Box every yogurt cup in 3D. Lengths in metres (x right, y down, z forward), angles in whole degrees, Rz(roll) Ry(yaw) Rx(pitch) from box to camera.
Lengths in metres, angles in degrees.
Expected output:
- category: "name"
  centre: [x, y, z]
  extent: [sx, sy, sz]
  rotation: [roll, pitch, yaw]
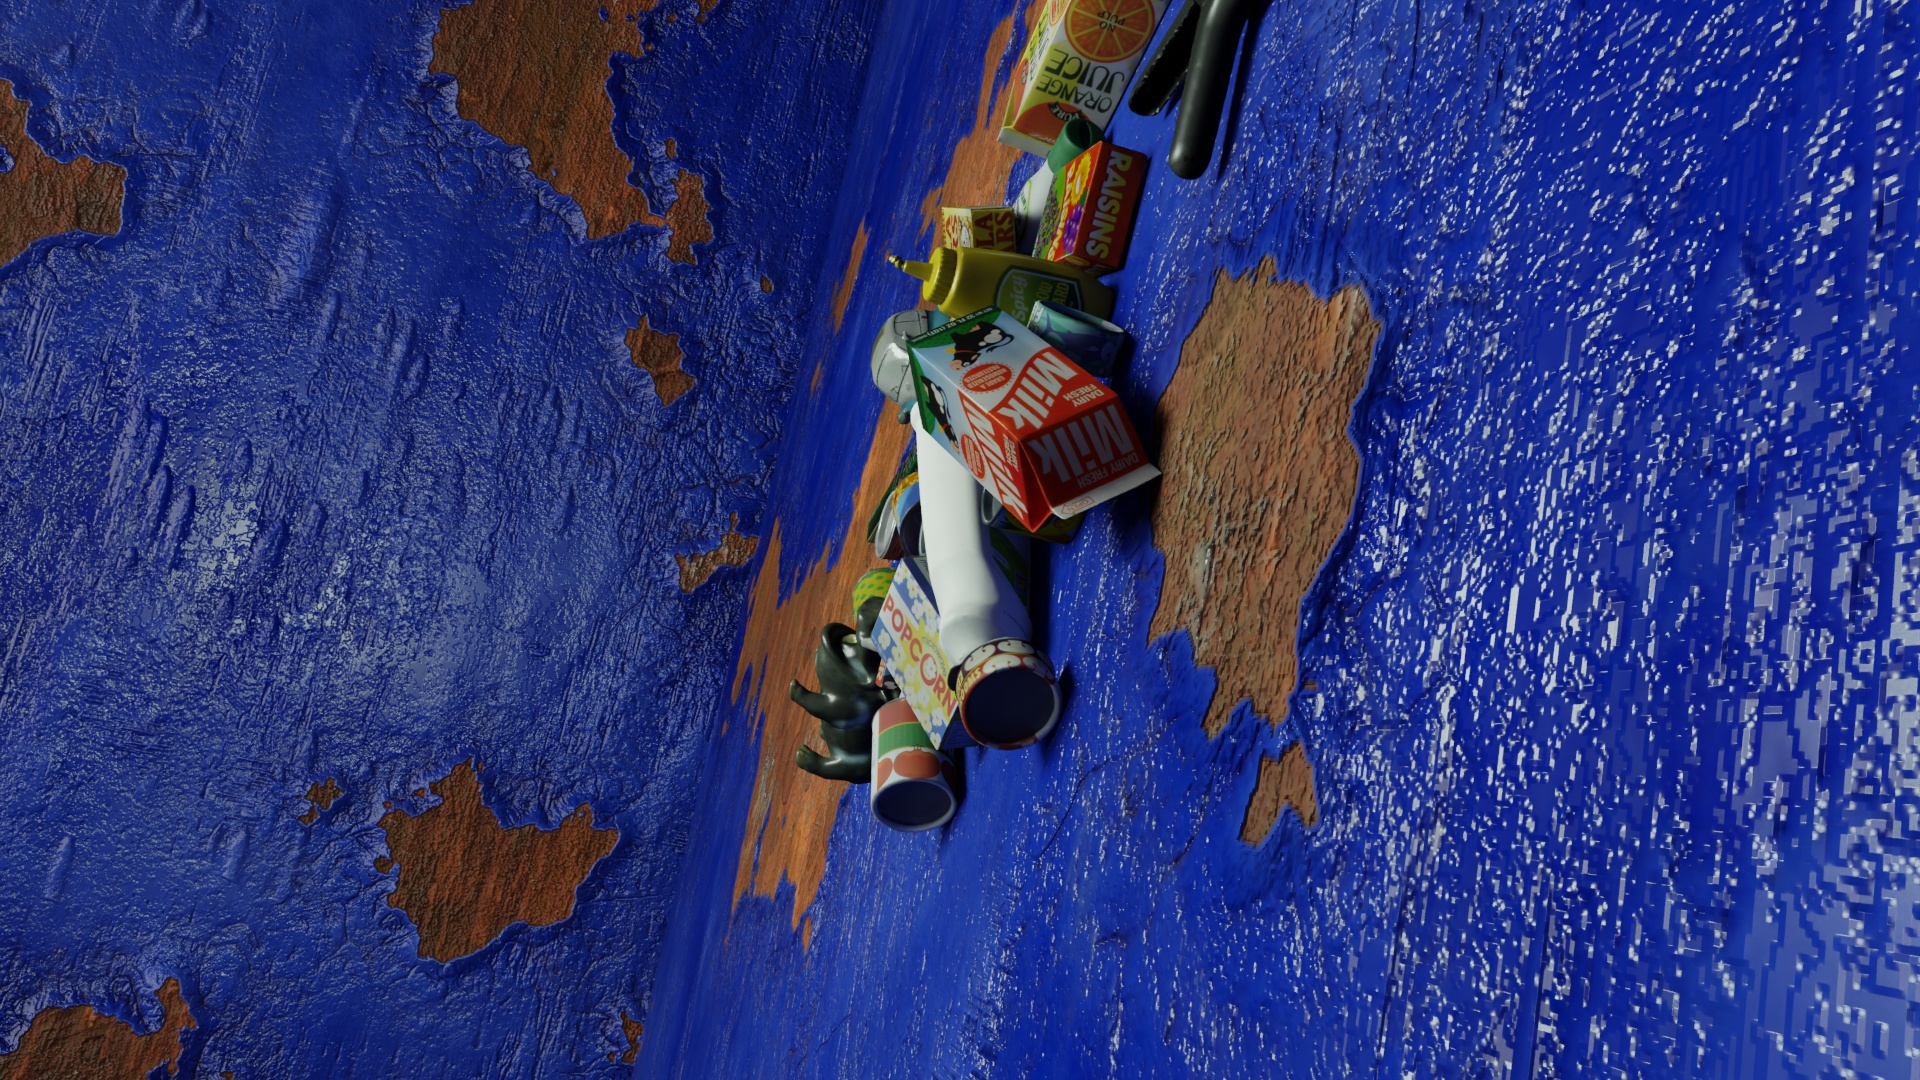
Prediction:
- category: "yogurt cup"
  centre: [-0.046, -0.009, 1.330]
  extent: [0.072, 0.054, 0.072]
  rotation: [-164, 88, -76]

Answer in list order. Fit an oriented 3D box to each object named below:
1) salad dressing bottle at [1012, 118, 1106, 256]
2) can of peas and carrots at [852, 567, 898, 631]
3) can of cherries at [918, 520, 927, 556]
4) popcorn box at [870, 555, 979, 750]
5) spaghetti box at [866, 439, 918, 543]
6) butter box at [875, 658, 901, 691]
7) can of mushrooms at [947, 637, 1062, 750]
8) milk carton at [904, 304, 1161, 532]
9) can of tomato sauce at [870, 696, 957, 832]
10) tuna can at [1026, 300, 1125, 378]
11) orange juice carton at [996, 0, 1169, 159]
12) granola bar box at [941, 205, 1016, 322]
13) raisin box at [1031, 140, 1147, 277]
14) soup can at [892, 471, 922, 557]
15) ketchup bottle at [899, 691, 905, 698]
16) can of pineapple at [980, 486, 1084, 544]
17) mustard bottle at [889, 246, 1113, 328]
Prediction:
- category: "salad dressing bottle"
  centre: [0.075, -0.285, 1.147]
  extent: [0.147, 0.044, 0.064]
  rotation: [126, 152, -56]
- category: "can of peas and carrots"
  centre: [-0.070, 0.069, 1.314]
  extent: [0.059, 0.071, 0.070]
  rotation: [-101, 29, -60]
- category: "can of cherries"
  centre: [0.004, -0.014, 1.123]
  extent: [0.071, 0.058, 0.071]
  rotation: [-164, 88, -78]
- category: "popcorn box"
  centre: [-0.016, 0.083, 1.045]
  extent: [0.127, 0.038, 0.084]
  rotation: [55, 133, 39]
- category: "spaghetti box"
  centre: [-0.034, -0.060, 1.342]
  extent: [0.248, 0.050, 0.029]
  rotation: [126, 153, -56]
- category: "butter box"
  centre: [-0.034, 0.080, 1.191]
  extent: [0.024, 0.053, 0.103]
  rotation: [178, 106, -74]
- category: "can of mushrooms"
  centre: [0.028, 0.098, 0.882]
  extent: [0.033, 0.071, 0.070]
  rotation: [-107, 33, -62]
- category: "milk carton"
  centre: [0.043, -0.072, 0.870]
  extent: [0.191, 0.072, 0.073]
  rotation: [45, 154, 47]
- category: "can of tomato sauce"
  centre: [-0.034, 0.173, 1.074]
  extent: [0.083, 0.071, 0.070]
  rotation: [-93, 22, -50]
- category: "tuna can"
  centre: [0.074, -0.137, 0.940]
  extent: [0.071, 0.071, 0.032]
  rotation: [-113, 40, -68]
- category: "orange juice carton"
  centre: [0.095, -0.384, 1.110]
  extent: [0.191, 0.072, 0.073]
  rotation: [120, 160, -47]
- category: "granola bar box"
  centre: [0.019, -0.200, 1.181]
  extent: [0.124, 0.039, 0.165]
  rotation: [-131, 36, -72]
- category: "raisin box"
  centre: [0.093, -0.240, 1.037]
  extent: [0.123, 0.040, 0.086]
  rotation: [-165, 90, -78]
- category: "soup can"
  centre: [-0.027, -0.019, 1.229]
  extent: [0.084, 0.071, 0.071]
  rotation: [-114, 40, -70]
- category: "ketchup bottle"
  centre: [-0.018, 0.098, 1.128]
  extent: [0.065, 0.043, 0.148]
  rotation: [-103, 29, -56]
- category: "can of pineapple"
  centre: [0.052, -0.034, 0.950]
  extent: [0.071, 0.058, 0.071]
  rotation: [-164, 88, -77]
- category: "mustard bottle"
  centre: [0.026, -0.174, 0.982]
  extent: [0.049, 0.160, 0.065]
  rotation: [-145, 69, -74]
